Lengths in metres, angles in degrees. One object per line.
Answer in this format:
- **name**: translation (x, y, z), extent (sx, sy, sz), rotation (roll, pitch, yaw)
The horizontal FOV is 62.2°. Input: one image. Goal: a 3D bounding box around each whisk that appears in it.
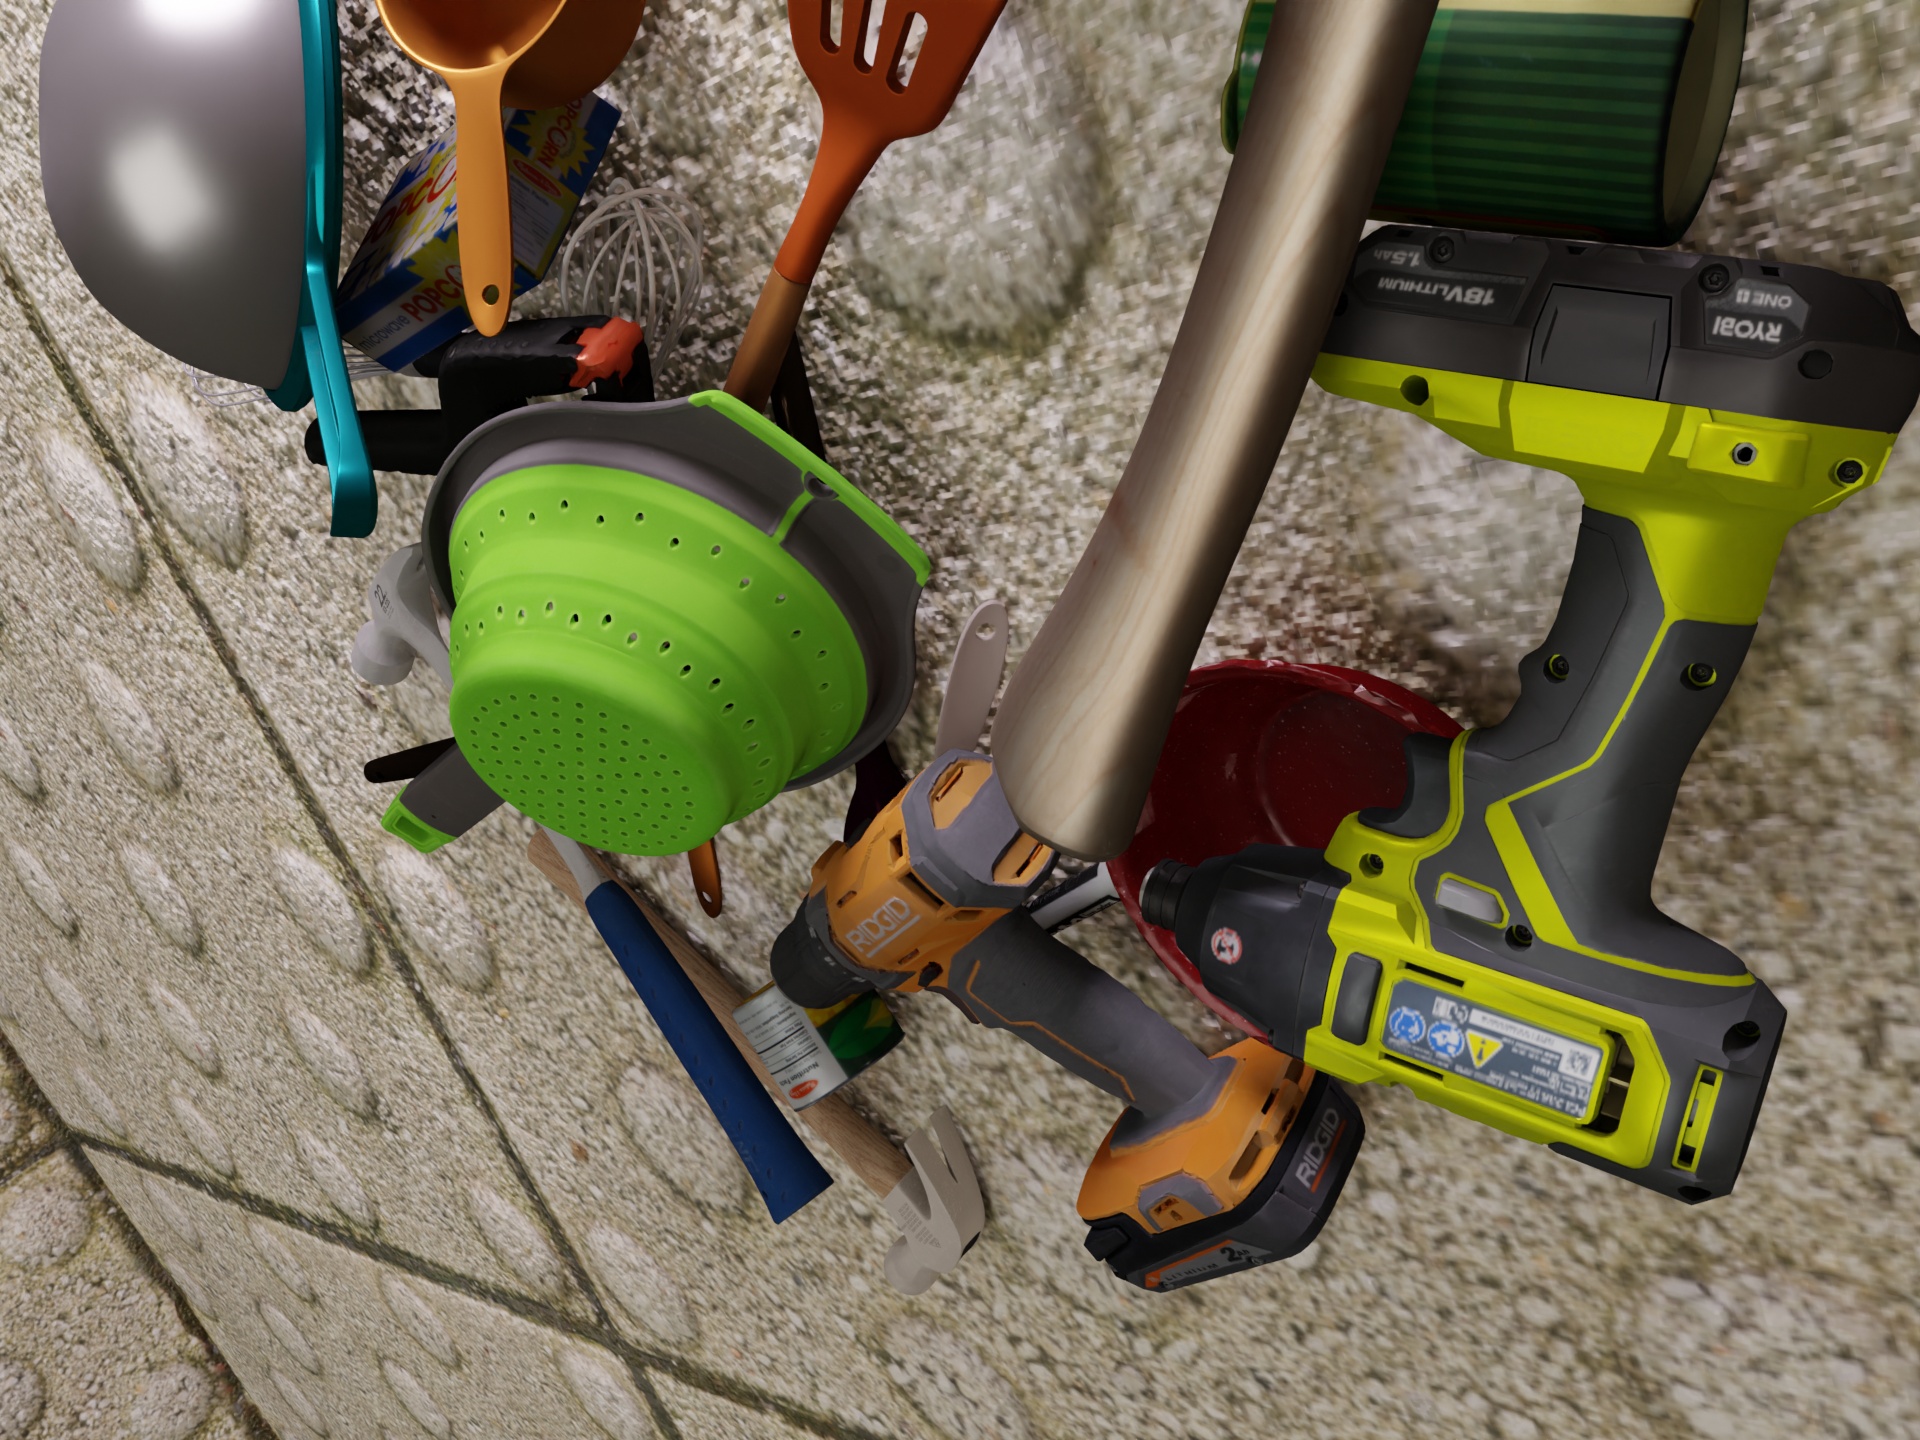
- **whisk**: translation (-0.276, -0.173, 0.747), extent (0.285, 0.070, 0.070), rotation (12, 126, 31)
- **whisk**: translation (-0.146, -0.122, 0.672), extent (0.058, 0.059, 0.246), rotation (54, 147, 23)

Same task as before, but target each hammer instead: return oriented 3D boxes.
- **hammer**: translation (-0.193, 0.079, 0.827), extent (0.406, 0.035, 0.144), rotation (53, 139, 11)
- **hammer**: translation (-0.116, 0.172, 0.872), extent (0.331, 0.031, 0.130), rotation (42, 139, 11)
- **hammer**: translation (0.087, -0.132, 0.345), extent (0.146, 0.038, 0.410), rotation (32, 125, 25)

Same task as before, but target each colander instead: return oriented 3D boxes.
- **colander**: translation (-0.177, 0.015, 0.670), extent (0.204, 0.095, 0.397), rotation (37, 139, -21)

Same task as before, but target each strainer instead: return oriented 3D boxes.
- **strainer**: translation (-0.291, -0.186, 0.599), extent (0.341, 0.095, 0.211), rotation (63, 142, 36)

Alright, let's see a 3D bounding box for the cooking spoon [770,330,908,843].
- **cooking spoon**: translation (-0.046, -0.016, 0.678), extent (0.069, 0.017, 0.318), rotation (9, 124, 31)

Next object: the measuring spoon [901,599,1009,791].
- **measuring spoon**: translation (-0.001, -0.002, 0.651), extent (0.018, 0.034, 0.124), rotation (-105, 24, -48)

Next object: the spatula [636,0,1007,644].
- **spatula**: translation (-0.073, -0.139, 0.575), extent (0.081, 0.041, 0.322), rotation (33, 128, 3)

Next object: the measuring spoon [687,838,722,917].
- **measuring spoon**: translation (-0.139, 0.059, 0.824), extent (0.021, 0.011, 0.116), rotation (20, 131, 31)

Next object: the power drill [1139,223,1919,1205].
- **power drill**: translation (0.138, -0.007, 0.414), extent (0.171, 0.080, 0.223), rotation (17, 108, 31)

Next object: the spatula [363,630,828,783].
- **spatula**: translation (-0.182, 0.001, 0.750), extent (0.316, 0.018, 0.059), rotation (-11, 116, 34)

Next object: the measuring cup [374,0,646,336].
- **measuring cup**: translation (-0.151, -0.216, 0.552), extent (0.095, 0.052, 0.173), rotation (-1, 92, 20)

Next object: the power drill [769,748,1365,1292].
- **power drill**: translation (0.027, 0.130, 0.654), extent (0.226, 0.084, 0.185), rotation (43, 140, -3)
